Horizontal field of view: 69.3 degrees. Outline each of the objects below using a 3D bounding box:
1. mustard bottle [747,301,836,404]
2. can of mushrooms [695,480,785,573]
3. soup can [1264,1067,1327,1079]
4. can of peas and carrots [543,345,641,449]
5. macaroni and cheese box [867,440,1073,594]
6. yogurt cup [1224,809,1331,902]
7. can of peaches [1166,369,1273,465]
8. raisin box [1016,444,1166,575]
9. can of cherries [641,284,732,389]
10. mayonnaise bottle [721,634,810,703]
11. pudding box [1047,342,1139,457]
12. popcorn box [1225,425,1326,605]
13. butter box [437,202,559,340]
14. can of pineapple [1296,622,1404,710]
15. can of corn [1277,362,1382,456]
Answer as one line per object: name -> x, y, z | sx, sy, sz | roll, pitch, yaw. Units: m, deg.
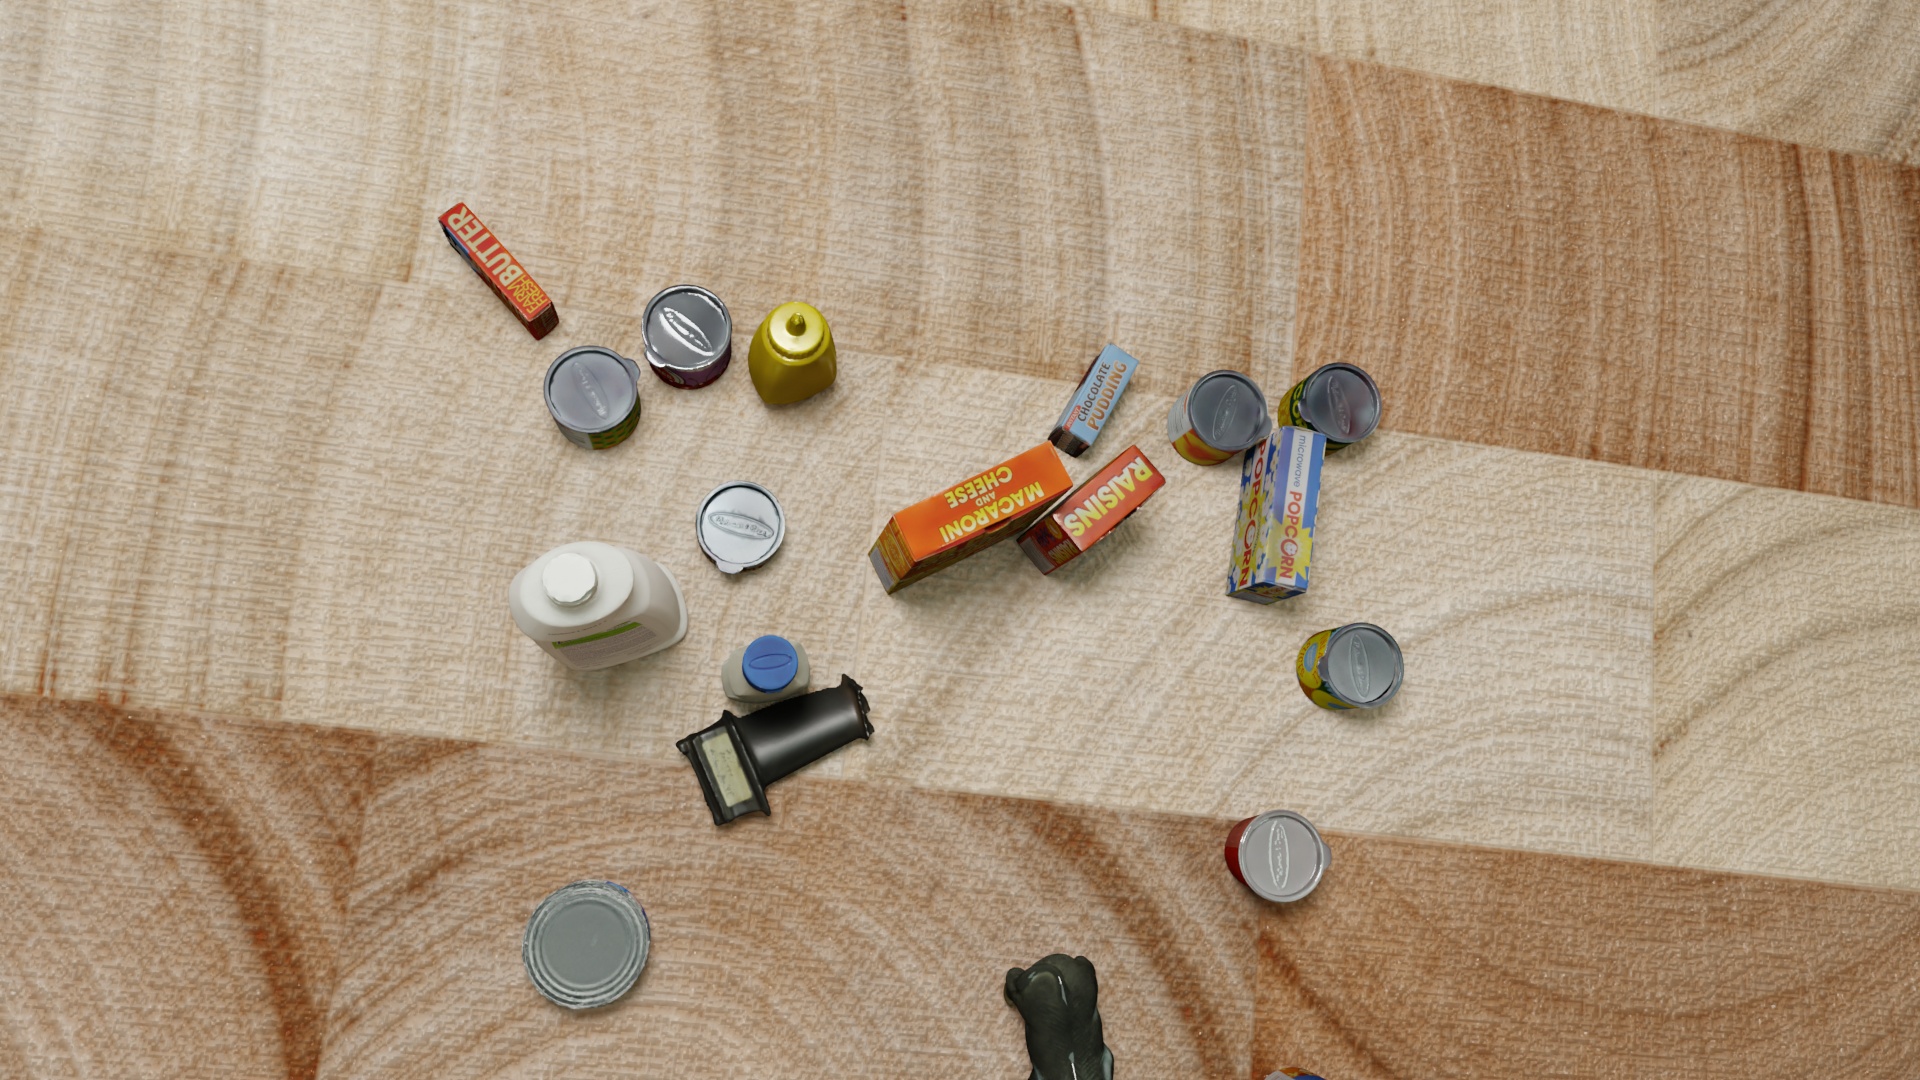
mustard bottle -> -0.120, -0.141, 1.011 | 0.065, 0.160, 0.049 | -18, 84, -12
can of mushrooms -> -0.166, -0.008, 1.044 | 0.071, 0.033, 0.071 | 2, 80, -9
soup can -> 0.261, 0.428, 1.014 | 0.071, 0.083, 0.071 | 2, 80, -9
can of peas and carrots -> -0.270, -0.106, 1.031 | 0.071, 0.058, 0.071 | 2, 80, -9
macaroni and cheese box -> 0.004, -0.013, 1.006 | 0.124, 0.166, 0.040 | -26, 86, -13
yogurt cup -> 0.236, 0.239, 1.059 | 0.072, 0.054, 0.072 | 2, 80, -9
can of peaches -> 0.207, -0.096, 1.112 | 0.071, 0.058, 0.071 | 2, 80, -9
raisin box -> 0.096, -0.020, 1.046 | 0.086, 0.123, 0.040 | -39, 89, -13
can of cherries -> -0.208, -0.151, 1.050 | 0.071, 0.058, 0.071 | 2, 80, -9
mayonnaise bottle -> -0.135, 0.090, 0.973 | 0.065, 0.148, 0.041 | -8, 82, -11
pudding box -> 0.105, -0.111, 1.101 | 0.030, 0.049, 0.084 | 31, 77, -3
popcorn box -> 0.247, -0.019, 1.091 | 0.038, 0.085, 0.127 | 12, 78, -8
butter box -> -0.344, -0.200, 1.038 | 0.024, 0.053, 0.103 | -42, 89, -13
can of pineapple -> 0.304, 0.099, 1.093 | 0.071, 0.057, 0.071 | 2, 80, -9
can of corn -> 0.296, -0.105, 1.129 | 0.071, 0.058, 0.071 | 2, 80, -9
